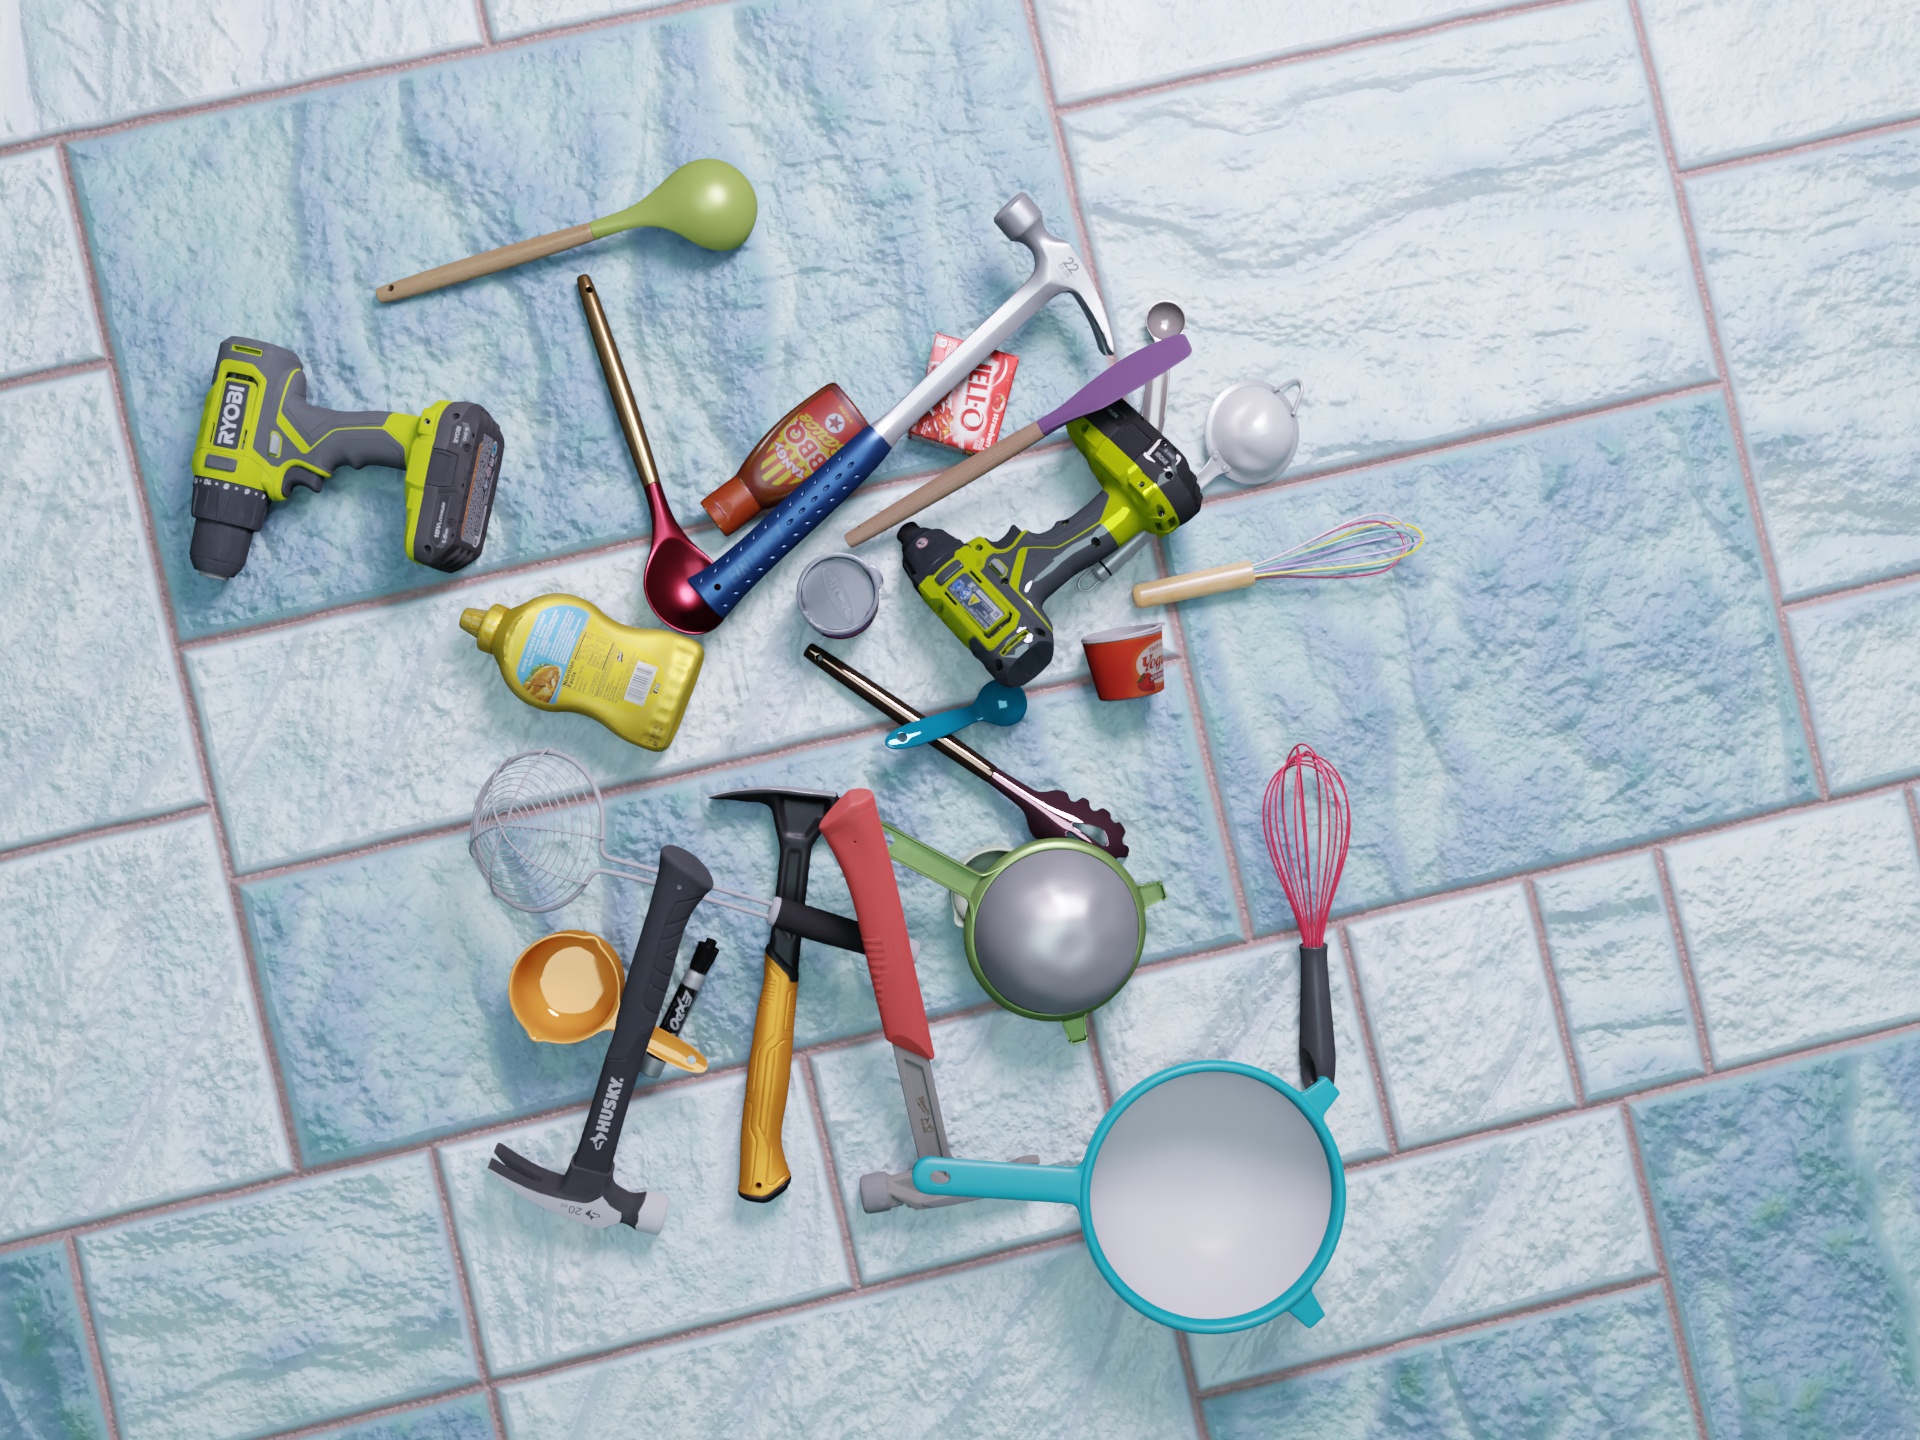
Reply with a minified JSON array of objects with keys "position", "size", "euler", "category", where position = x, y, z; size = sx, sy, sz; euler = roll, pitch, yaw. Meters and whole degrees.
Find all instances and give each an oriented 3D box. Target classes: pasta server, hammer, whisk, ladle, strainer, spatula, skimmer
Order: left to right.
[{"position":[-0.322,-0.388,1.304],"size":[0.320,0.062,0.078],"euler":[-15,80,4],"category":"ladle"},{"position":[-0.262,0.247,1.234],"size":[0.146,0.035,0.334],"euler":[17,108,-7],"category":"hammer"},{"position":[-0.262,-0.217,1.304],"size":[0.069,0.031,0.315],"euler":[-17,87,-27],"category":"ladle"},{"position":[-0.208,0.126,1.263],"size":[0.363,0.090,0.127],"euler":[19,94,-14],"category":"skimmer"},{"position":[-0.156,0.222,1.297],"size":[0.127,0.034,0.337],"euler":[6,89,-3],"category":"hammer"},{"position":[-0.052,-0.230,1.271],"size":[0.405,0.035,0.144],"euler":[-43,104,0],"category":"hammer"},{"position":[-0.038,0.222,1.250],"size":[0.149,0.037,0.359],"euler":[-12,107,-1],"category":"hammer"},{"position":[0.004,0.030,1.313],"size":[0.316,0.040,0.060],"euler":[34,88,3],"category":"pasta server"},{"position":[0.036,0.147,1.248],"size":[0.256,0.069,0.151],"euler":[29,91,-11],"category":"strainer"},{"position":[0.042,-0.221,1.268],"size":[0.316,0.060,0.018],"euler":[-29,123,14],"category":"spatula"},{"position":[0.130,0.367,1.275],"size":[0.340,0.095,0.211],"euler":[5,87,-2],"category":"strainer"},{"position":[0.196,-0.194,1.319],"size":[0.258,0.050,0.086],"euler":[-42,105,1],"category":"strainer"},{"position":[0.263,-0.129,1.323],"size":[0.245,0.051,0.047],"euler":[-12,69,1],"category":"whisk"},{"position":[0.289,0.165,1.307],"size":[0.073,0.073,0.296],"euler":[-3,94,-2],"category":"whisk"}]

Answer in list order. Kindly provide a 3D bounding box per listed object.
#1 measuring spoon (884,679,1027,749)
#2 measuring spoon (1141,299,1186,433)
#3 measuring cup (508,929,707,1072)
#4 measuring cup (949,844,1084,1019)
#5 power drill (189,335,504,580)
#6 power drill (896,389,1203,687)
[{"position":[-0.002,-0.004,1.294],"size":[0.128,0.021,0.042],"euler":[-20,71,-20],"category":"measuring spoon"},{"position":[0.165,-0.288,1.333],"size":[0.034,0.018,0.124],"euler":[7,95,-2],"category":"measuring spoon"},{"position":[-0.278,0.234,1.284],"size":[0.173,0.052,0.095],"euler":[31,88,-4],"category":"measuring cup"},{"position":[0.053,0.175,1.309],"size":[0.083,0.038,0.167],"euler":[-35,100,-3],"category":"measuring cup"},{"position":[-0.498,-0.191,1.271],"size":[0.228,0.080,0.190],"euler":[11,88,1],"category":"power drill"},{"position":[0.067,-0.156,1.279],"size":[0.223,0.080,0.171],"euler":[-41,63,-1],"category":"power drill"}]
